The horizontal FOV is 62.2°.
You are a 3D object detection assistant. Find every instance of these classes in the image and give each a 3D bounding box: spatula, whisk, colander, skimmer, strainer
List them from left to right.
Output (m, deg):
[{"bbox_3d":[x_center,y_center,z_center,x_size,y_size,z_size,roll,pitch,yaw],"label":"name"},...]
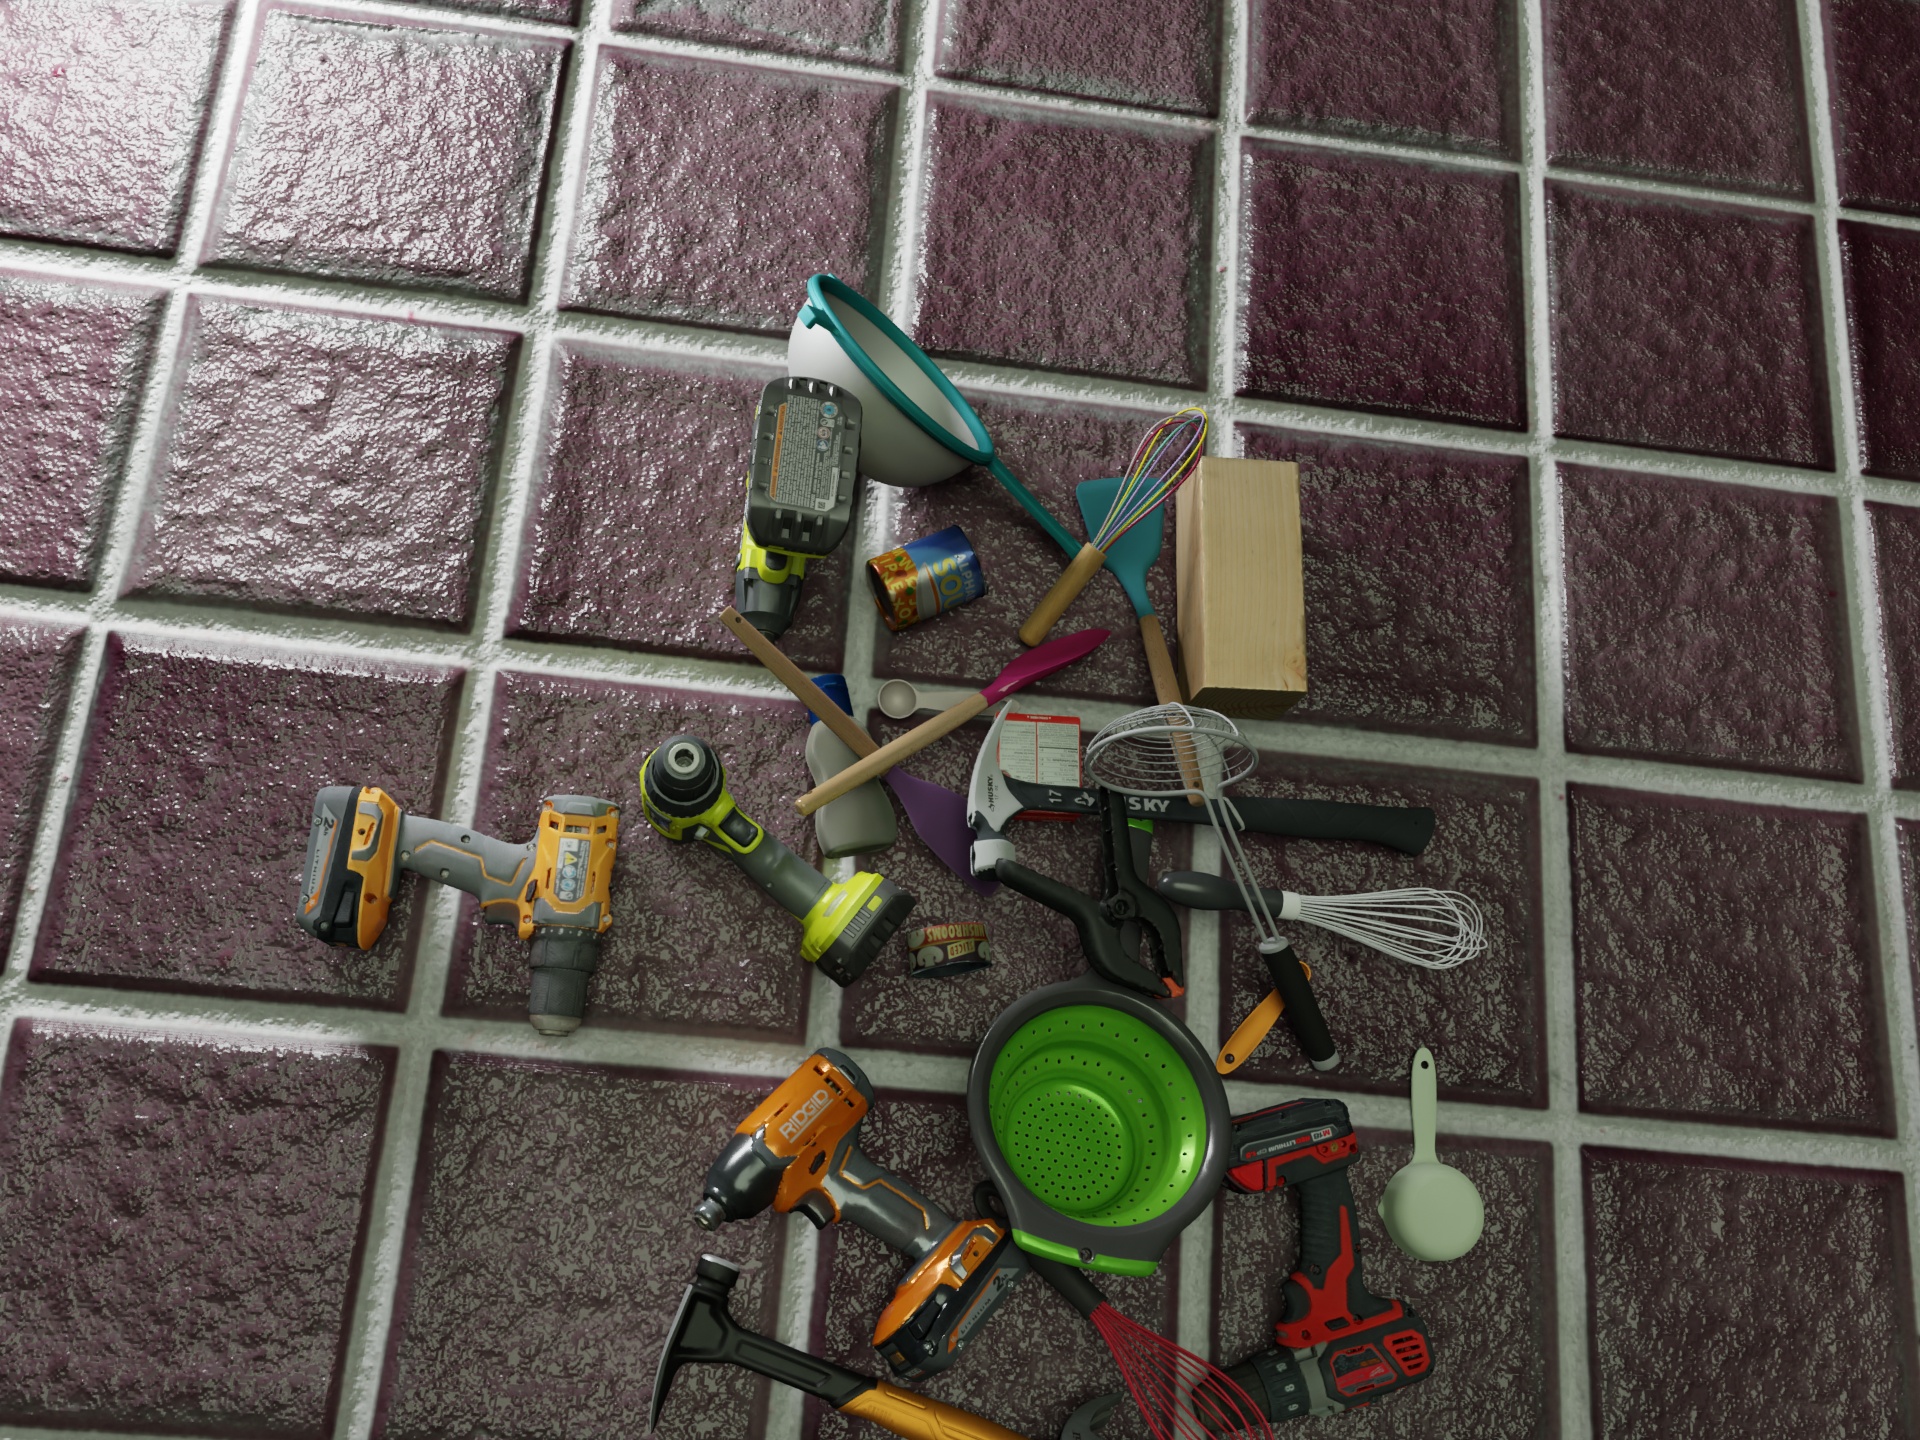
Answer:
[{"bbox_3d":[-0.075,0.021,1.285,0.316,0.018,0.060,44,56,-9],"label":"spatula"},{"bbox_3d":[-0.031,-0.225,1.357,0.095,0.211,0.340,-41,106,17],"label":"strainer"},{"bbox_3d":[0.107,0.244,1.257,0.204,0.094,0.397,15,55,-6],"label":"colander"},{"bbox_3d":[0.129,-0.164,1.348,0.047,0.051,0.245,42,102,20],"label":"whisk"},{"bbox_3d":[0.116,0.450,1.177,0.073,0.073,0.296,-42,64,-16],"label":"whisk"},{"bbox_3d":[0.165,-0.071,1.345,0.082,0.044,0.318,-4,58,-11],"label":"spatula"},{"bbox_3d":[0.211,0.140,1.215,0.363,0.127,0.090,64,32,-18],"label":"skimmer"},{"bbox_3d":[0.296,0.156,1.298,0.284,0.070,0.070,10,73,-9],"label":"whisk"}]

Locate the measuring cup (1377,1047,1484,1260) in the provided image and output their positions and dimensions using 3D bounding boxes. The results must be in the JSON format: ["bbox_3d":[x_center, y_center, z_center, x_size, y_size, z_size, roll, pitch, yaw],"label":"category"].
[{"bbox_3d":[0.380,0.347,1.275,0.083,0.038,0.168,4,76,-6],"label":"measuring cup"}]

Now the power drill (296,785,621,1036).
[{"bbox_3d":[-0.383,0.143,1.223,0.226,0.084,0.185,6,75,-10],"label":"power drill"}]

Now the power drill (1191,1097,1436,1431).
[{"bbox_3d":[0.246,0.420,1.222,0.188,0.080,0.227,-13,79,-10],"label":"power drill"}]

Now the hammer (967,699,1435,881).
[{"bbox_3d":[0.204,0.071,1.311,0.408,0.036,0.149,5,63,-14],"label":"hammer"}]

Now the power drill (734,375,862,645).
[{"bbox_3d":[-0.138,-0.159,1.262,0.080,0.223,0.171,8,73,-12],"label":"power drill"}]

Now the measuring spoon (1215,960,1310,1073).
[{"bbox_3d":[0.247,0.244,1.306,0.021,0.011,0.117,41,77,6],"label":"measuring spoon"}]

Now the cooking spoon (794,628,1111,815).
[{"bbox_3d":[-0.002,-0.004,1.296,0.319,0.069,0.017,-30,111,-26],"label":"cooking spoon"}]

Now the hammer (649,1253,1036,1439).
[{"bbox_3d":[-0.059,0.514,1.176,0.337,0.034,0.127,21,72,-1],"label":"hammer"}]

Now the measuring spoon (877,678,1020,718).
[{"bbox_3d":[-0.010,-0.014,1.348,0.124,0.018,0.034,3,73,-13],"label":"measuring spoon"}]

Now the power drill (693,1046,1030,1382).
[{"bbox_3d":[-0.078,0.373,1.172,0.226,0.084,0.164,45,53,8],"label":"power drill"}]

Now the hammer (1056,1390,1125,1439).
[{"bbox_3d":[0.219,0.579,1.163,0.331,0.128,0.033,20,110,-10],"label":"hammer"}]

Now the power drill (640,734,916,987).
[{"bbox_3d":[-0.148,0.099,1.208,0.228,0.190,0.080,39,73,0],"label":"power drill"}]
